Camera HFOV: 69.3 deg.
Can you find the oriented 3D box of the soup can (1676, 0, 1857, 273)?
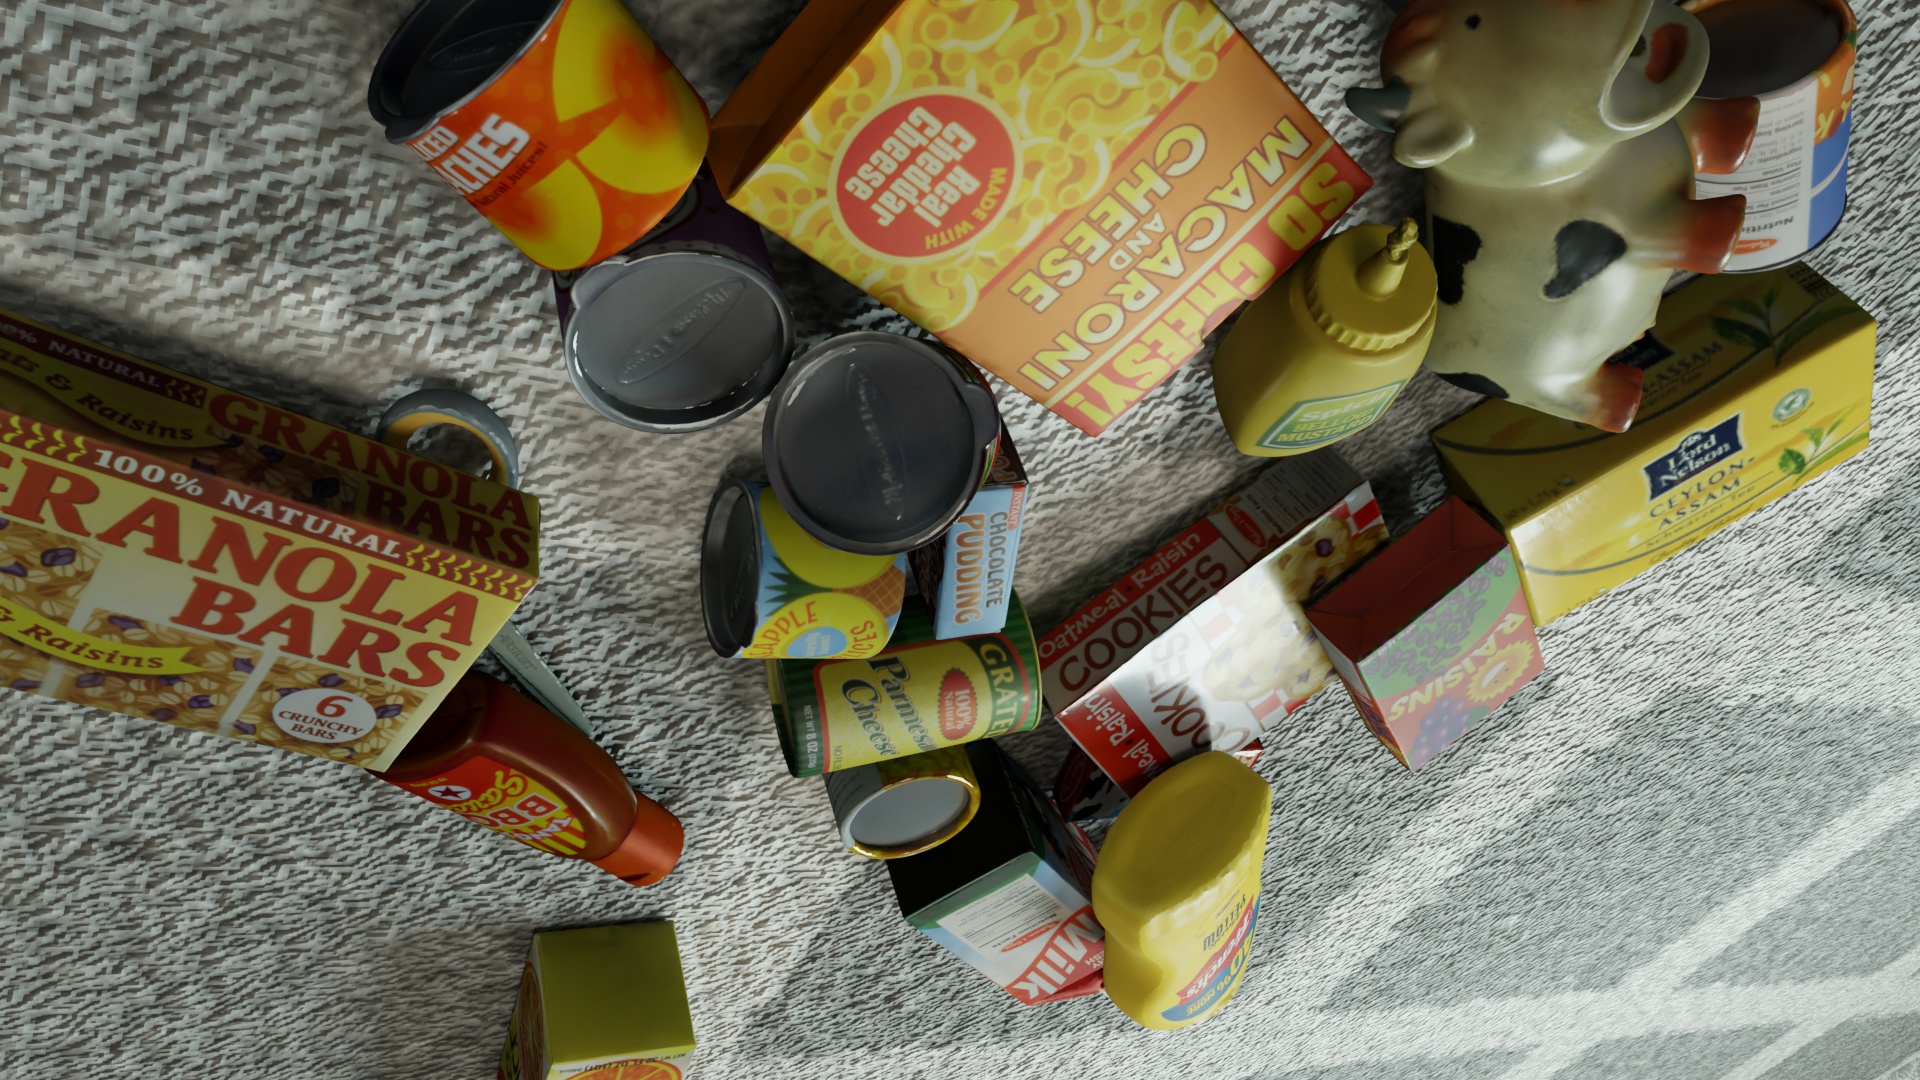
[{"bbox_3d":[0.286,-0.152,0.506,0.071,0.071,0.083,-30,138,7],"label":"soup can"}]

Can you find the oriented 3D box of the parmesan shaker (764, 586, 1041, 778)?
[{"bbox_3d":[-0.025,0.059,0.581,0.103,0.071,0.071,-10,137,-15],"label":"parmesan shaker"}]

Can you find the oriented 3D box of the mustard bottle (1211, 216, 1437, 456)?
[{"bbox_3d":[0.129,-0.071,0.480,0.065,0.049,0.160,-13,168,-2],"label":"mustard bottle"}]

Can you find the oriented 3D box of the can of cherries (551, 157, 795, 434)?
[{"bbox_3d":[-0.089,-0.077,0.416,0.071,0.058,0.071,-12,138,-11],"label":"can of cherries"}]

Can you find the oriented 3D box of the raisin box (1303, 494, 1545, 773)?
[{"bbox_3d":[0.217,0.047,0.641,0.086,0.040,0.123,-40,137,1],"label":"raisin box"}]

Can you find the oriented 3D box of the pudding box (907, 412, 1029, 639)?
[{"bbox_3d":[0.002,-0.007,0.538,0.030,0.050,0.083,-7,137,-15],"label":"pudding box"}]

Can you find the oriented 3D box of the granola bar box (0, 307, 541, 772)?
[{"bbox_3d":[-0.236,0.008,0.434,0.165,0.039,0.123,22,129,-33],"label":"granola bar box"}]

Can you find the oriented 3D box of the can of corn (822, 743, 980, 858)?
[{"bbox_3d":[-0.028,0.103,0.632,0.071,0.058,0.070,-13,138,-12],"label":"can of corn"}]

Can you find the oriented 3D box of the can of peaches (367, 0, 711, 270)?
[{"bbox_3d":[-0.109,-0.111,0.362,0.071,0.071,0.058,-32,139,10],"label":"can of peaches"}]

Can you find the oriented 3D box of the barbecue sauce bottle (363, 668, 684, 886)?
[{"bbox_3d":[-0.171,0.103,0.576,0.065,0.044,0.148,-14,144,20],"label":"barbecue sauce bottle"}]

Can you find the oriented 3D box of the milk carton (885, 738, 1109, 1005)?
[{"bbox_3d":[0.034,0.186,0.739,0.073,0.072,0.190,-31,137,8],"label":"milk carton"}]

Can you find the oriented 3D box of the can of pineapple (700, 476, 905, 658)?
[{"bbox_3d":[-0.059,0.013,0.515,0.058,0.071,0.070,3,132,-27],"label":"can of pineapple"}]

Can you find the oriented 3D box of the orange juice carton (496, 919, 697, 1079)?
[{"bbox_3d":[-0.199,0.286,0.735,0.072,0.073,0.191,2,133,-26],"label":"orange juice carton"}]

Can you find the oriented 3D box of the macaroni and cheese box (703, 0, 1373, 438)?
[{"bbox_3d":[0.029,-0.111,0.408,0.123,0.040,0.166,-43,136,20],"label":"macaroni and cheese box"}]

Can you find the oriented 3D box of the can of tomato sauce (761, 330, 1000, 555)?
[{"bbox_3d":[-0.020,-0.035,0.446,0.071,0.083,0.071,1,97,5],"label":"can of tomato sauce"}]

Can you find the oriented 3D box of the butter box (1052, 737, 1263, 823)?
[{"bbox_3d":[0.105,0.122,0.740,0.104,0.024,0.052,-2,135,-23],"label":"butter box"}]

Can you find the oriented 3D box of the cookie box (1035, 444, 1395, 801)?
[{"bbox_3d":[0.122,0.044,0.639,0.167,0.040,0.122,-37,138,2],"label":"cookie box"}]
